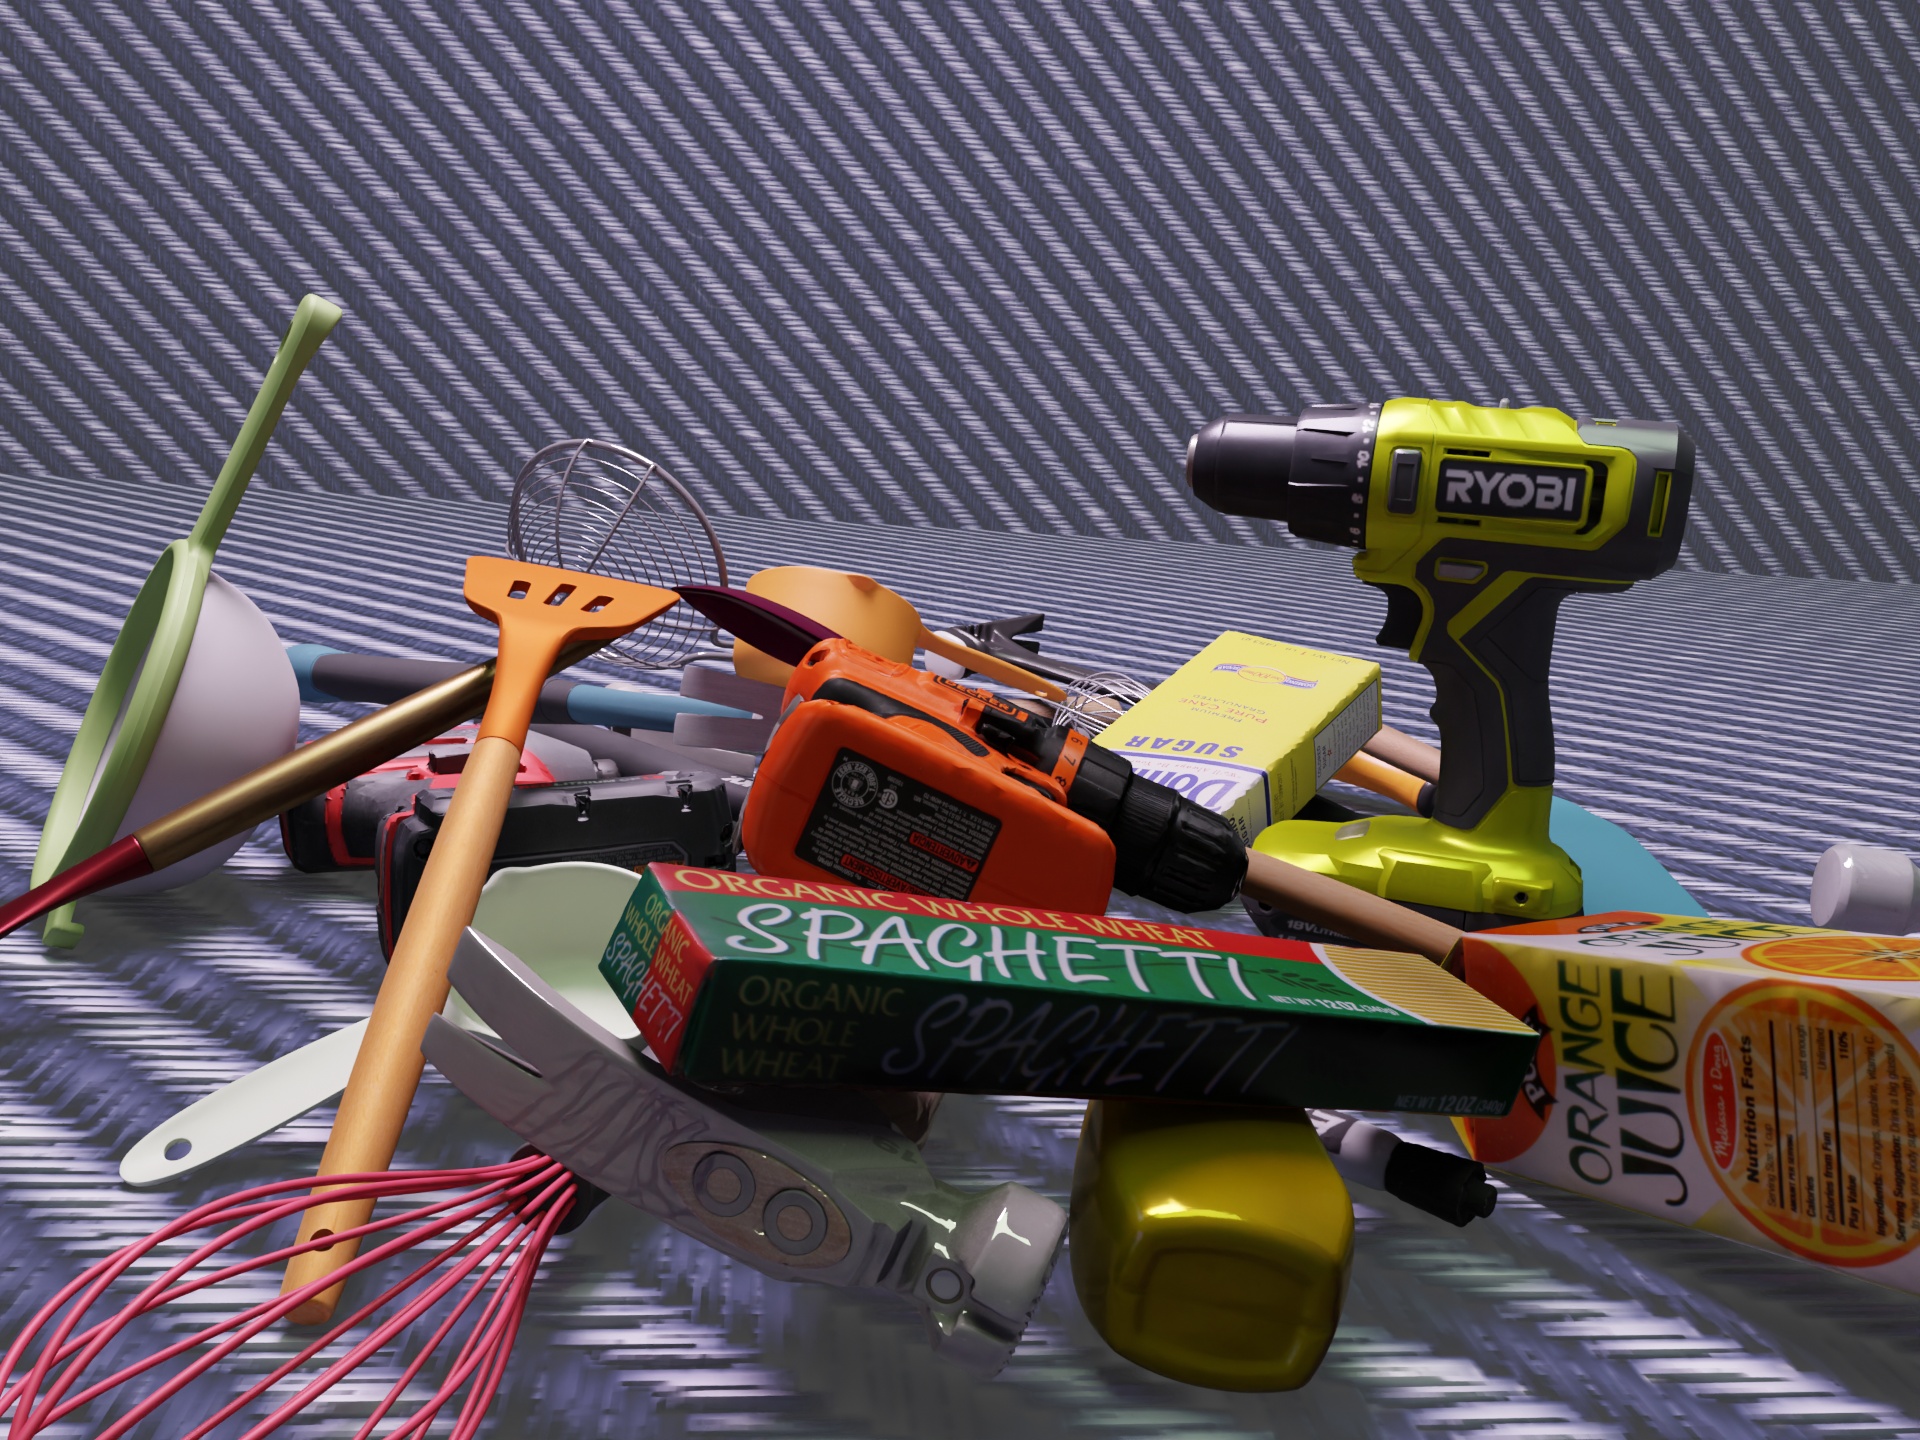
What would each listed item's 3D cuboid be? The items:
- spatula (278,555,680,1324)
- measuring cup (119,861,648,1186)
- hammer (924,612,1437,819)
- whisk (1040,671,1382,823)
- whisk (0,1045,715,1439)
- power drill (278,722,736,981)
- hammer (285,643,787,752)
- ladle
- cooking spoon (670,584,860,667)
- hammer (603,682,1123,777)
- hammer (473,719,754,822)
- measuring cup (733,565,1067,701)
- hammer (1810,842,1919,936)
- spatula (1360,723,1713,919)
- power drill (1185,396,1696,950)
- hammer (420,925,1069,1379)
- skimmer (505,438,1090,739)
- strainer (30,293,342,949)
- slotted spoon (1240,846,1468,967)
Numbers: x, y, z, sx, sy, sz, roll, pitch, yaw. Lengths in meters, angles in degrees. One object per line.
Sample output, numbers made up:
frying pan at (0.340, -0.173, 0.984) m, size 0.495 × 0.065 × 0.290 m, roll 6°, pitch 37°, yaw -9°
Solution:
spatula at (-0.146, 0.033, 0.483) m, size 0.081 × 0.041 × 0.323 m, roll 10°, pitch 40°, yaw -7°
measuring cup at (-0.155, 0.099, 0.467) m, size 0.167 × 0.038 × 0.083 m, roll -26°, pitch 48°, yaw -32°
hammer at (0.147, -0.005, 0.969) m, size 0.337 × 0.034 × 0.127 m, roll 19°, pitch 18°, yaw 30°
whisk at (0.146, 0.034, 0.837) m, size 0.070 × 0.070 × 0.285 m, roll -6°, pitch 20°, yaw -40°
whisk at (-0.102, 0.112, 0.359) m, size 0.073 × 0.073 × 0.296 m, roll 7°, pitch 7°, yaw 13°
power drill at (-0.177, 0.045, 0.625) m, size 0.143 × 0.078 × 0.220 m, roll -4°, pitch 11°, yaw -32°
hammer at (-0.190, -0.008, 0.760) m, size 0.331 × 0.033 × 0.128 m, roll 6°, pitch -6°, yaw 24°
ladle at (-0.248, 0.031, 0.532) m, size 0.315 × 0.031 × 0.069 m, roll -30°, pitch 23°, yaw -30°
cooking spoon at (-0.001, -0.002, 0.735) m, size 0.069 × 0.017 × 0.318 m, roll 8°, pitch -13°, yaw 46°
hammer at (-0.047, 0.001, 0.979) m, size 0.331 × 0.031 × 0.130 m, roll -1°, pitch 12°, yaw -26°
hammer at (-0.139, 0.032, 0.790) m, size 0.335 × 0.035 × 0.146 m, roll 14°, pitch 14°, yaw 40°
measuring cup at (-0.029, -0.019, 0.783) m, size 0.173 × 0.052 × 0.095 m, roll 20°, pitch -21°, yaw -17°
hammer at (0.340, 0.109, 0.384) m, size 0.144 × 0.035 × 0.405 m, roll 9°, pitch 14°, yaw 11°
spatula at (0.243, 0.037, 0.806) m, size 0.082 × 0.044 × 0.318 m, roll -2°, pitch 17°, yaw -24°
power drill at (0.181, -0.018, 0.652) m, size 0.190 × 0.228 × 0.080 m, roll 8°, pitch 12°, yaw 18°
hammer at (-0.012, 0.071, 0.523) m, size 0.146 × 0.038 × 0.410 m, roll 25°, pitch 10°, yaw 8°
skimmer at (-0.073, -0.051, 0.883) m, size 0.363 × 0.090 × 0.127 m, roll 16°, pitch -40°, yaw -35°
strainer at (-0.281, -0.038, 0.627) m, size 0.069 × 0.256 × 0.152 m, roll 25°, pitch 4°, yaw -32°
slotted spoon at (0.104, 0.056, 0.629) m, size 0.314 × 0.031 × 0.070 m, roll 21°, pitch -9°, yaw 15°
